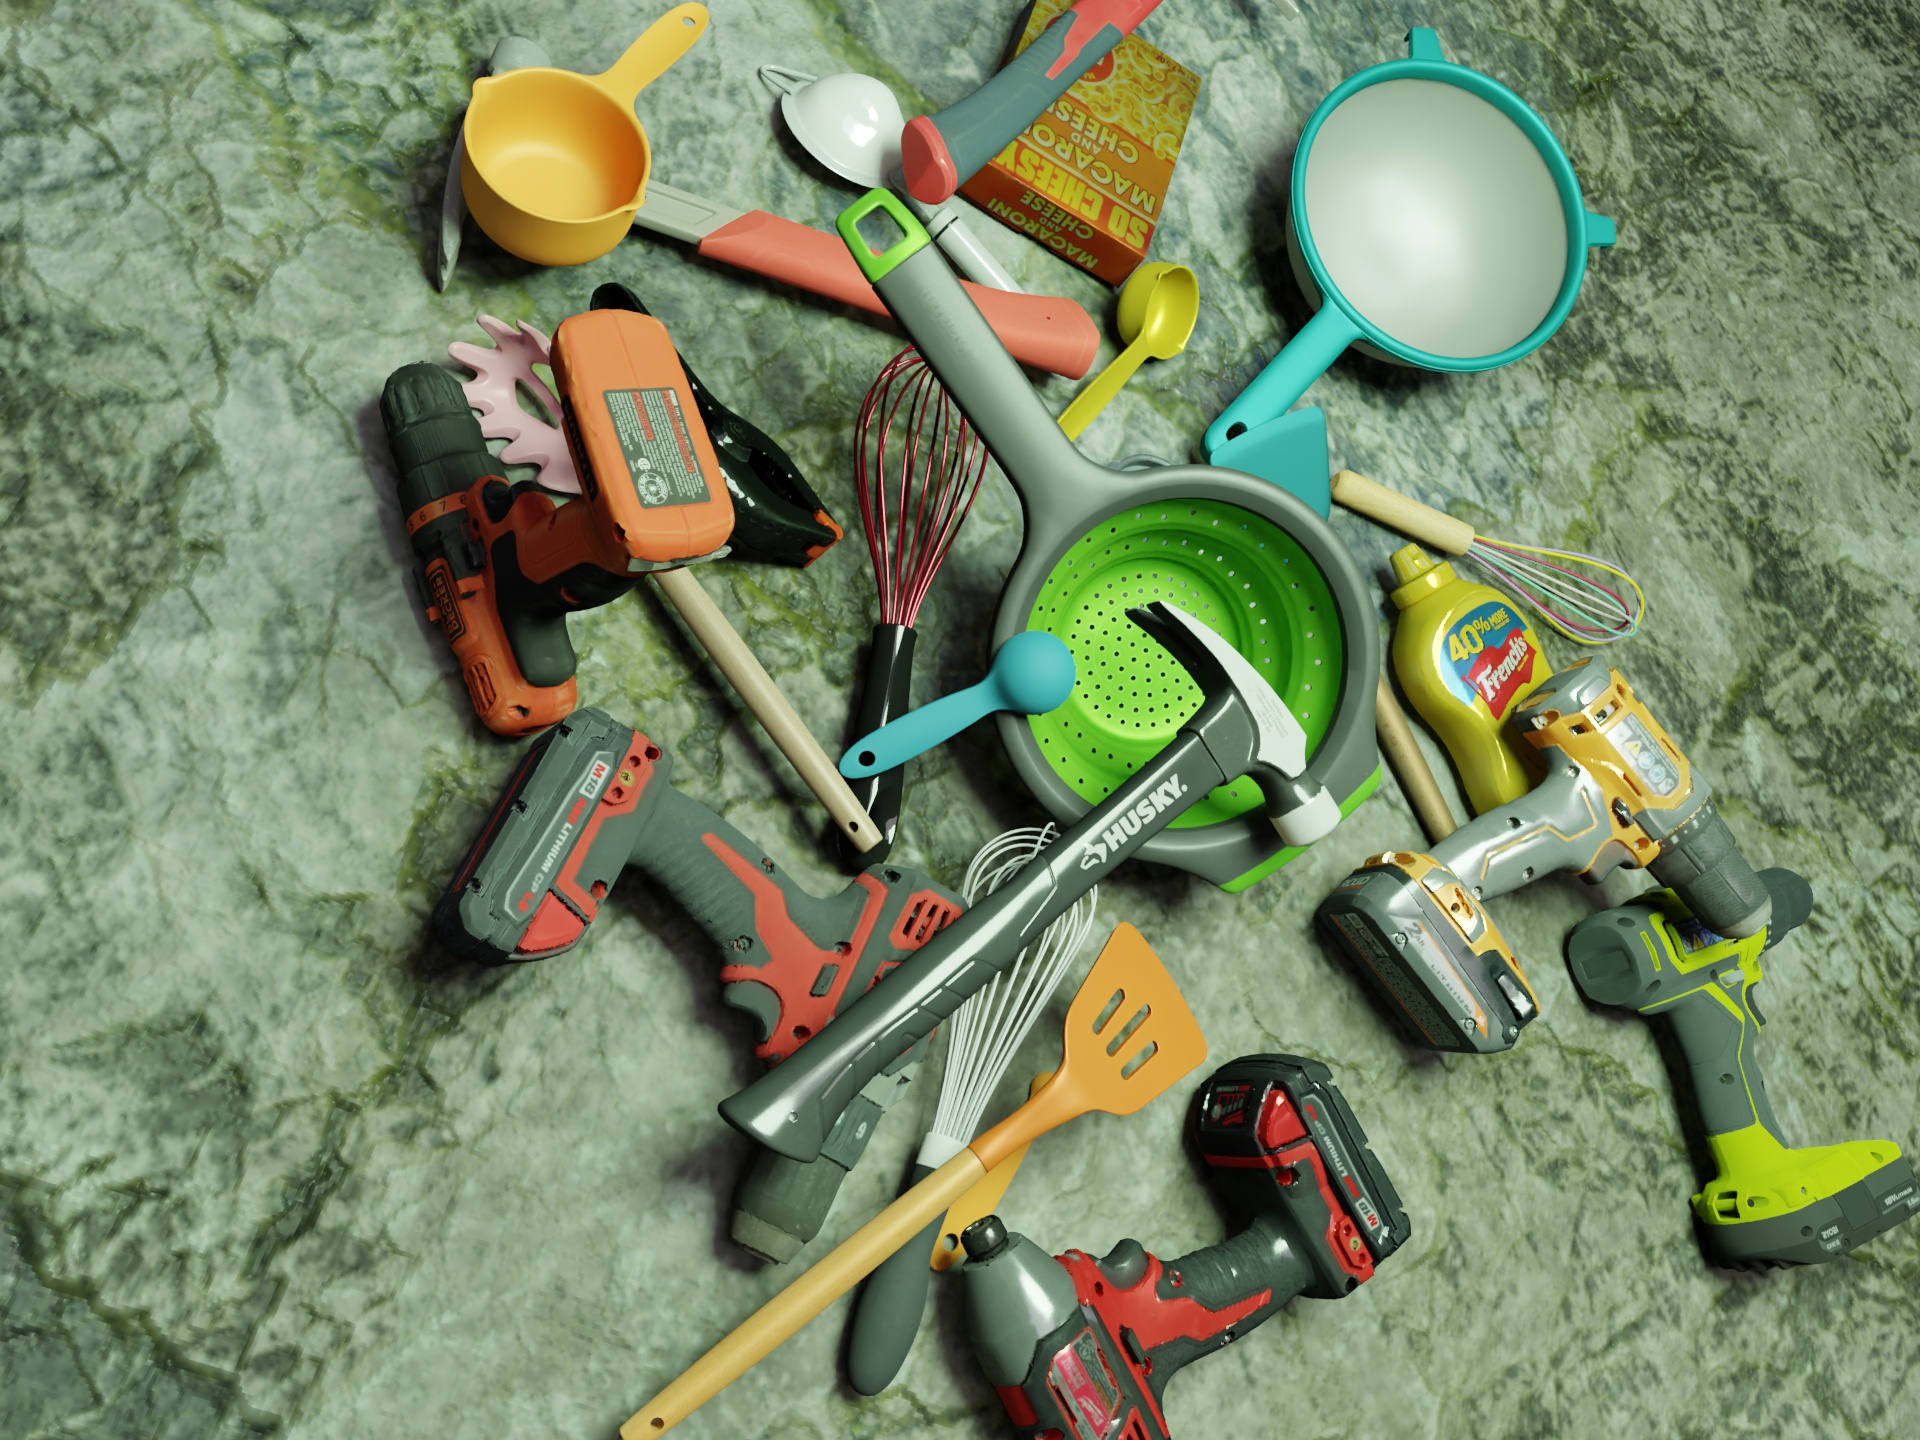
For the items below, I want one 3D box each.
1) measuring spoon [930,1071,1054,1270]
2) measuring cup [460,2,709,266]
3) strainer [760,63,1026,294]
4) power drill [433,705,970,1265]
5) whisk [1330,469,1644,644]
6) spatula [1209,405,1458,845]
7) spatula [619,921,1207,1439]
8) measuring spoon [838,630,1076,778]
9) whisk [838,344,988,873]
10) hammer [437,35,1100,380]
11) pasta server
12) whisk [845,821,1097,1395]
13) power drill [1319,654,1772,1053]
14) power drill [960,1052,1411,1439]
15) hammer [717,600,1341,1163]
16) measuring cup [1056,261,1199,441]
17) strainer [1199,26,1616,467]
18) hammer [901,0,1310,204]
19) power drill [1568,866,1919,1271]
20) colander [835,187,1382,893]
[{"bbox_3d":[0.020,0.220,0.782,0.021,0.011,0.117,44,59,-7],"label":"measuring spoon"},{"bbox_3d":[-0.181,-0.298,0.800,0.095,0.052,0.174,36,60,-7],"label":"measuring cup"},{"bbox_3d":[-0.014,-0.300,0.935,0.258,0.050,0.087,47,44,-9],"label":"strainer"},{"bbox_3d":[-0.118,0.118,0.713,0.226,0.080,0.188,32,69,-18],"label":"power drill"},{"bbox_3d":[0.348,-0.106,1.048,0.245,0.047,0.051,21,52,-14],"label":"whisk"},{"bbox_3d":[0.247,-0.033,0.967,0.082,0.044,0.317,-25,86,-13],"label":"spatula"},{"bbox_3d":[-0.014,0.212,0.715,0.322,0.041,0.081,-34,95,-19],"label":"spatula"},{"bbox_3d":[-0.001,-0.002,0.777,0.128,0.021,0.042,-27,100,-2],"label":"measuring spoon"},{"bbox_3d":[-0.032,-0.065,0.833,0.073,0.073,0.296,14,73,-22],"label":"whisk"},{"bbox_3d":[-0.093,-0.247,0.866,0.359,0.036,0.149,15,66,-17],"label":"hammer"},{"bbox_3d":[-0.139,-0.064,0.774,0.316,0.060,0.040,53,17,3],"label":"pasta server"},{"bbox_3d":[0.002,0.179,0.767,0.070,0.070,0.285,27,68,-16],"label":"whisk"},{"bbox_3d":[0.343,0.097,0.911,0.226,0.084,0.185,-38,89,-14],"label":"power drill"},{"bbox_3d":[0.102,0.260,0.770,0.219,0.078,0.143,-30,91,-29],"label":"power drill"},{"bbox_3d":[0.028,0.079,0.728,0.335,0.035,0.146,-37,100,-23],"label":"hammer"},{"bbox_3d":[0.089,-0.217,0.961,0.156,0.029,0.062,-49,142,-18],"label":"measuring cup"},{"bbox_3d":[0.256,-0.273,1.040,0.211,0.095,0.340,44,76,-5],"label":"strainer"},{"bbox_3d":[0.092,-0.415,0.980,0.143,0.038,0.386,43,57,-8],"label":"hammer"},{"bbox_3d":[0.496,0.205,0.990,0.190,0.080,0.229,-11,75,-28],"label":"power drill"},{"bbox_3d":[0.062,-0.097,0.832,0.204,0.094,0.397,-37,101,-1],"label":"colander"}]
